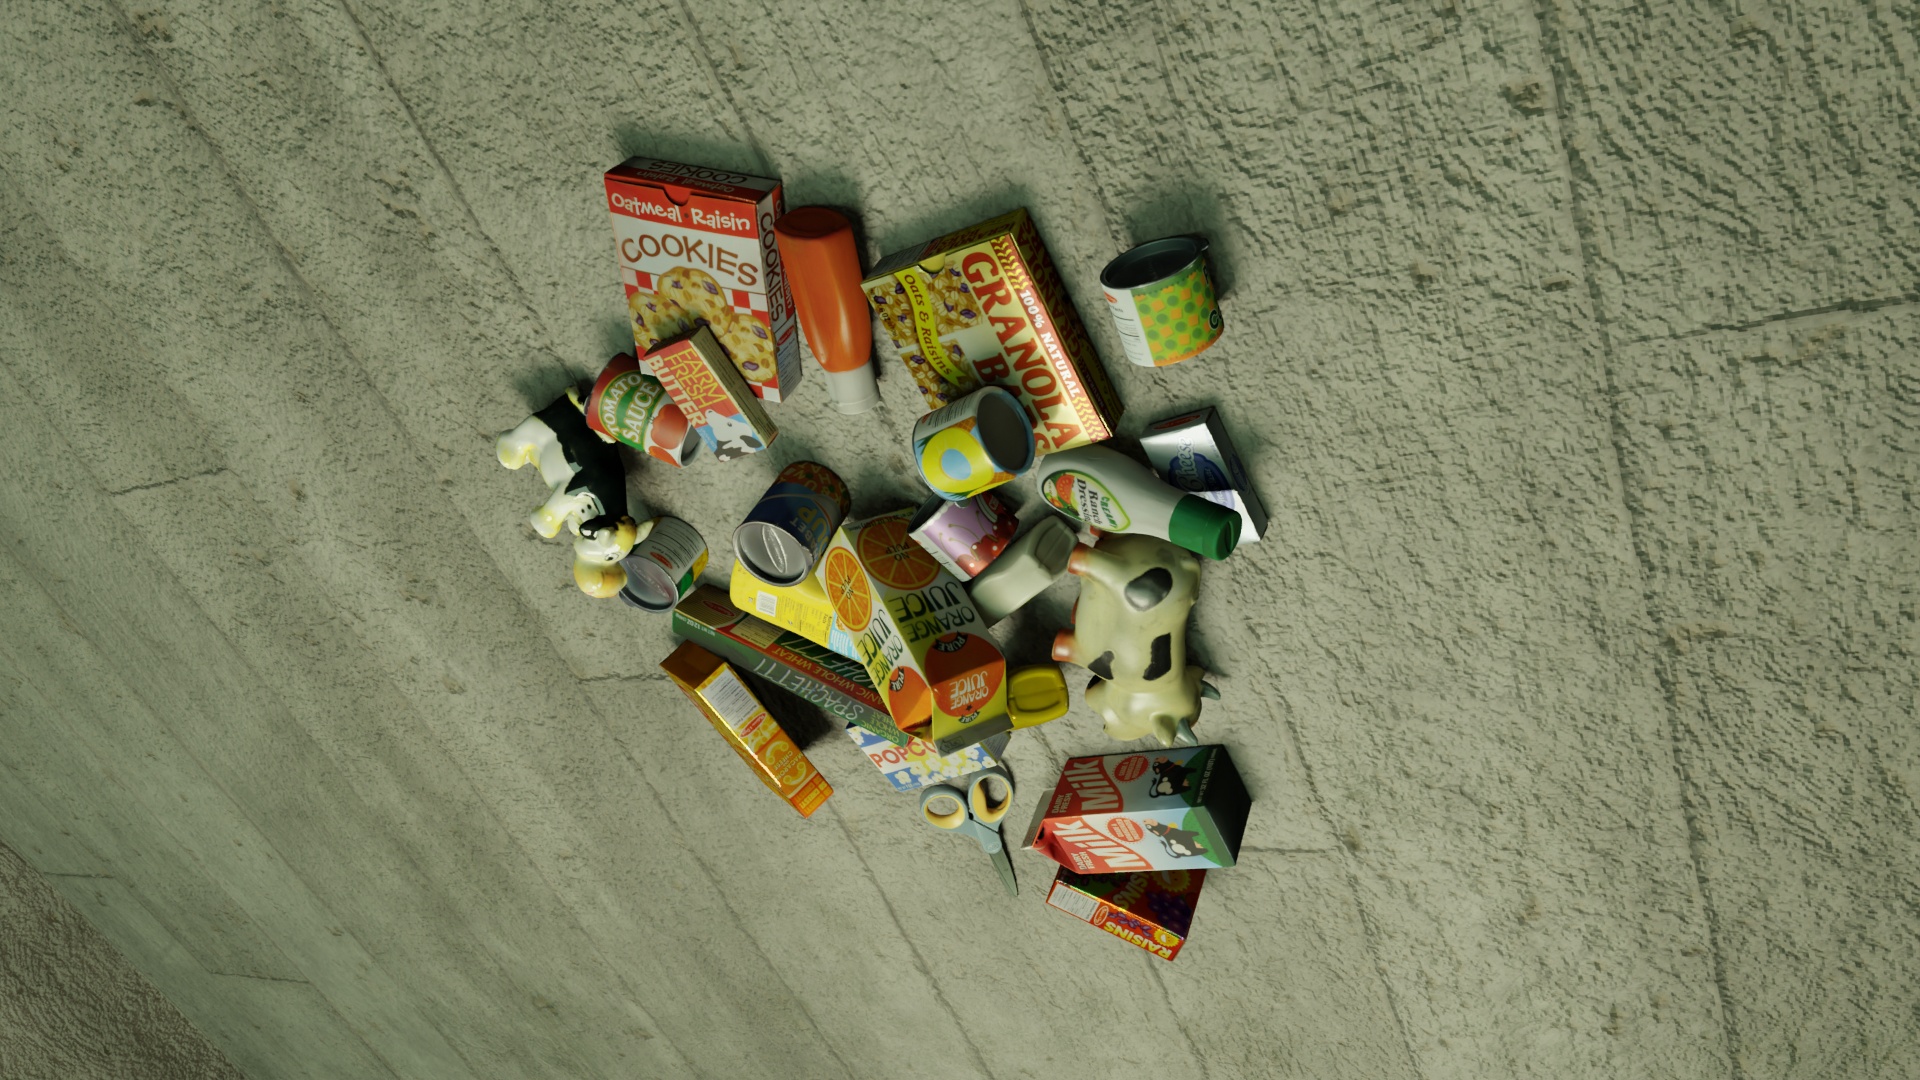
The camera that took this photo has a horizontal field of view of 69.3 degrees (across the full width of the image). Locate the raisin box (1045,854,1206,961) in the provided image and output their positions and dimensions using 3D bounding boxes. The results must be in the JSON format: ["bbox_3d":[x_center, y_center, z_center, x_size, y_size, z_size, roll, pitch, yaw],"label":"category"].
[{"bbox_3d":[0.148,0.307,1.237,0.123,0.086,0.039,24,129,6],"label":"raisin box"}]

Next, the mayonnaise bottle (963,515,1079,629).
[{"bbox_3d":[0.032,0.037,1.089,0.041,0.065,0.147,43,137,-5],"label":"mayonnaise bottle"}]

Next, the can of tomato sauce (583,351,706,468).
[{"bbox_3d":[-0.244,-0.102,1.101,0.083,0.071,0.070,25,134,5],"label":"can of tomato sauce"}]

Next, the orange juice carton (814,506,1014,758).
[{"bbox_3d":[-0.032,0.075,1.073,0.193,0.072,0.072,59,144,22],"label":"orange juice carton"}]

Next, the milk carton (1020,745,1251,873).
[{"bbox_3d":[0.142,0.233,1.188,0.190,0.073,0.073,-11,122,33],"label":"milk carton"}]

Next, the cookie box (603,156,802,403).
[{"bbox_3d":[-0.187,-0.190,1.020,0.123,0.040,0.166,13,132,17],"label":"cookie box"}]

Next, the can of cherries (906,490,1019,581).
[{"bbox_3d":[0.004,-0.013,1.057,0.058,0.072,0.071,42,133,-11],"label":"can of cherries"}]

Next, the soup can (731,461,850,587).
[{"bbox_3d":[-0.131,-0.013,1.109,0.071,0.084,0.071,14,132,16],"label":"soup can"}]

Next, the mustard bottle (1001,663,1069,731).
[{"bbox_3d":[0.042,0.132,1.145,0.065,0.049,0.160,-9,172,-14],"label":"mustard bottle"}]

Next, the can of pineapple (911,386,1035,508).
[{"bbox_3d":[0.011,-0.065,0.953,0.057,0.071,0.071,-21,115,38],"label":"can of pineapple"}]

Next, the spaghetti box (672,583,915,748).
[{"bbox_3d":[-0.138,0.107,1.208,0.250,0.050,0.028,24,126,19],"label":"spaghetti box"}]

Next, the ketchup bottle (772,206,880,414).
[{"bbox_3d":[-0.090,-0.161,0.991,0.065,0.044,0.148,29,143,42],"label":"ketchup bottle"}]

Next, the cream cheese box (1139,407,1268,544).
[{"bbox_3d":[0.172,-0.041,0.979,0.053,0.024,0.103,-12,120,35],"label":"cream cheese box"}]

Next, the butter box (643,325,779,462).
[{"bbox_3d":[-0.187,-0.109,1.044,0.053,0.024,0.103,-14,122,35],"label":"butter box"}]

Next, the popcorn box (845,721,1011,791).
[{"bbox_3d":[-0.030,0.173,1.246,0.126,0.038,0.085,-23,113,38],"label":"popcorn box"}]

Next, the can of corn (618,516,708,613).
[{"bbox_3d":[-0.265,0.022,1.222,0.071,0.058,0.070,13,132,16],"label":"can of corn"}]

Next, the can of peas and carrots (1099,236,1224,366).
[{"bbox_3d":[0.131,-0.152,0.880,0.071,0.071,0.058,-5,125,29],"label":"can of peas and carrots"}]

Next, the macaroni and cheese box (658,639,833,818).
[{"bbox_3d":[-0.198,0.173,1.289,0.166,0.040,0.124,53,163,-22],"label":"macaroni and cheese box"}]

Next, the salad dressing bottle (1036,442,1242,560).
[{"bbox_3d":[0.124,-0.027,0.970,0.148,0.044,0.064,23,144,34],"label":"salad dressing bottle"}]

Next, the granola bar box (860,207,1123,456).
[{"bbox_3d":[0.023,-0.133,0.965,0.124,0.039,0.165,-12,121,33],"label":"granola bar box"}]
